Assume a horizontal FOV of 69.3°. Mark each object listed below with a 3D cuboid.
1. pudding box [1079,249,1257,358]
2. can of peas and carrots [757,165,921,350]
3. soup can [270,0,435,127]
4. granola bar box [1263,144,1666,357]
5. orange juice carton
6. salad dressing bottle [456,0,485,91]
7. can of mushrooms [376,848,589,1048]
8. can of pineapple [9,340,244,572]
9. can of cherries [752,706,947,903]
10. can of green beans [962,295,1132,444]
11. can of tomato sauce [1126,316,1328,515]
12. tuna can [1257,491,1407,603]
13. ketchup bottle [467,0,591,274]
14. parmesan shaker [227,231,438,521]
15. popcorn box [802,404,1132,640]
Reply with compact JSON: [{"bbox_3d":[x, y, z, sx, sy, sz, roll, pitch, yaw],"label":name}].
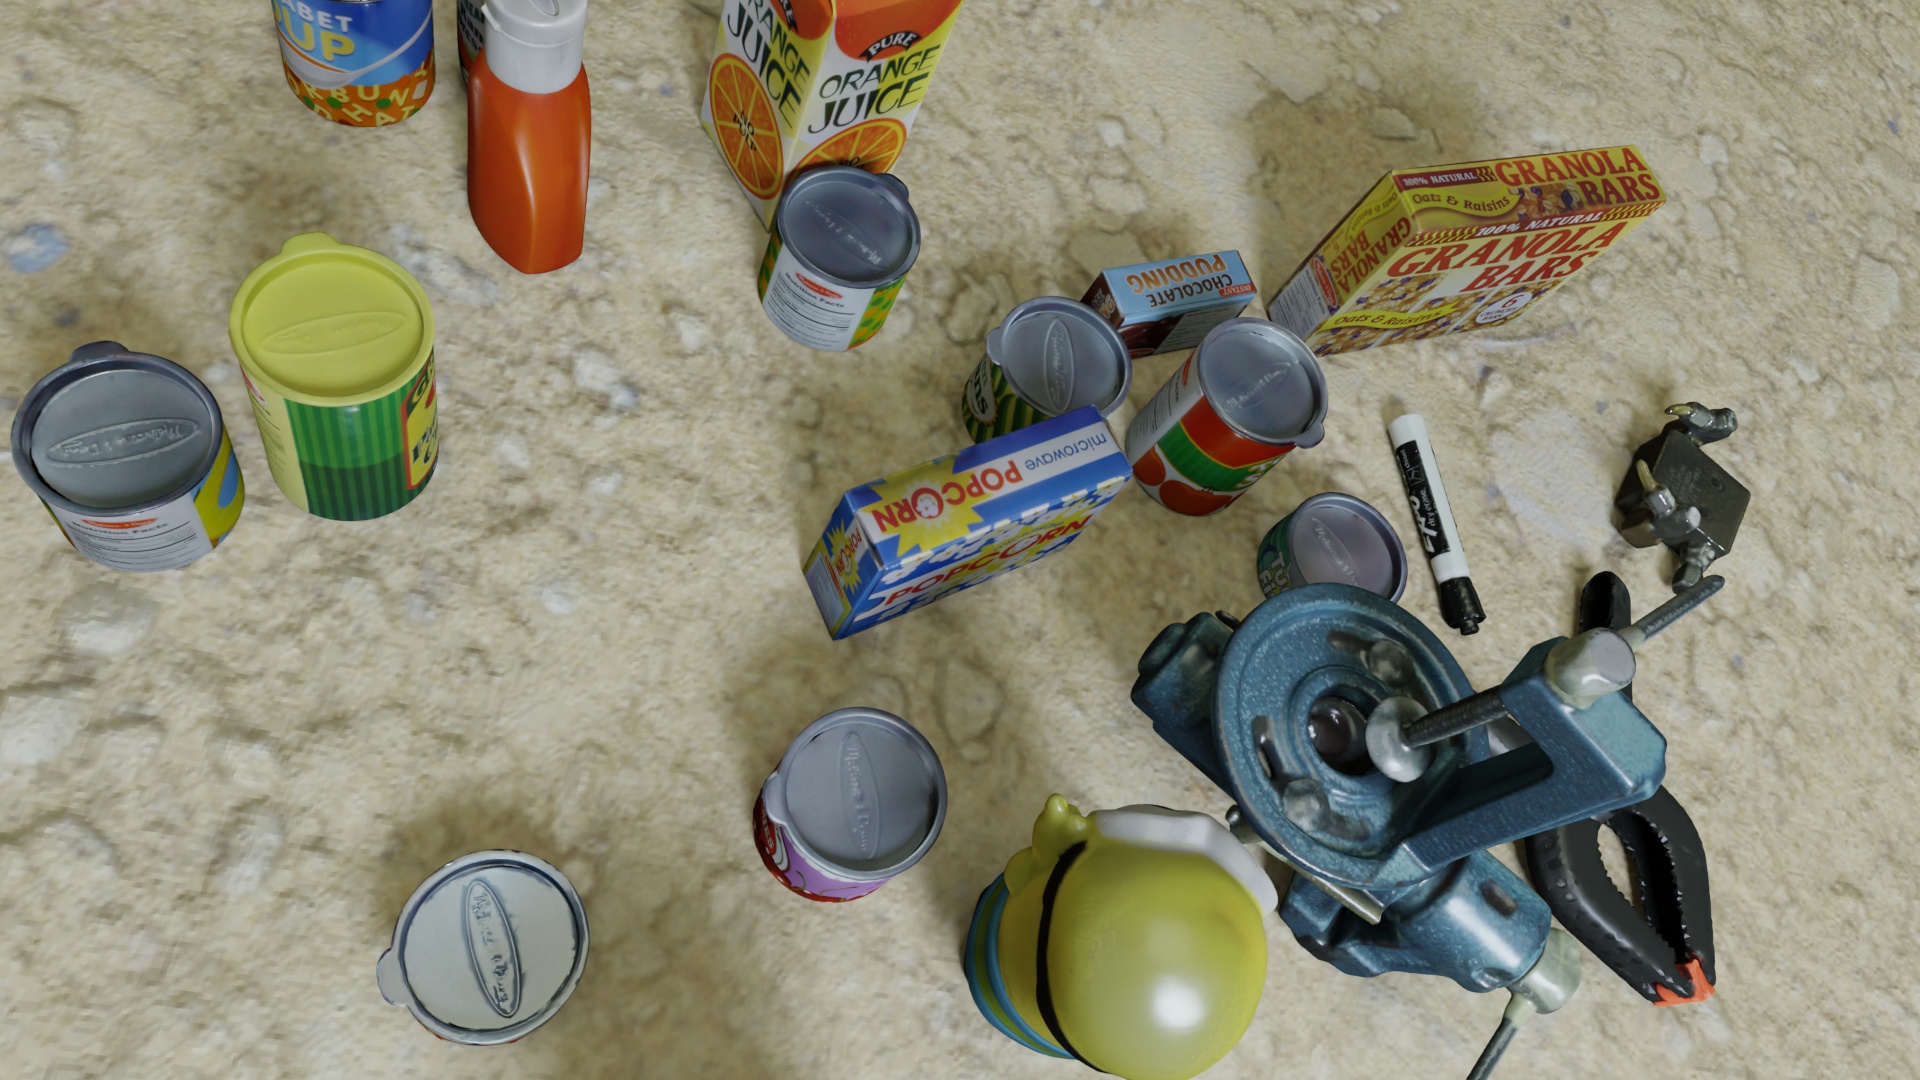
[{"bbox_3d":[0.102,-0.118,0.704,0.084,0.049,0.030,-14,72,-24],"label":"pudding box"},{"bbox_3d":[-0.057,-0.133,0.650,0.071,0.058,0.071,7,65,-16],"label":"can of peas and carrots"},{"bbox_3d":[-0.268,-0.232,0.607,0.071,0.083,0.071,7,65,-16],"label":"soup can"},{"bbox_3d":[0.262,-0.151,0.731,0.166,0.123,0.039,-12,72,-23],"label":"granola bar box"},{"bbox_3d":[-0.056,-0.229,0.617,0.072,0.191,0.073,-26,78,-27],"label":"orange juice carton"},{"bbox_3d":[-0.191,-0.243,0.602,0.044,0.147,0.064,-33,81,-28],"label":"salad dressing bottle"},{"bbox_3d":[-0.171,0.148,0.499,0.071,0.033,0.071,7,65,-16],"label":"can of mushrooms"},{"bbox_3d":[-0.307,-0.030,0.518,0.071,0.057,0.071,7,65,-16],"label":"can of pineapple"},{"bbox_3d":[-0.047,0.105,0.547,0.071,0.058,0.072,7,65,-16],"label":"can of cherries"},{"bbox_3d":[0.040,-0.072,0.657,0.071,0.057,0.071,7,65,-16],"label":"can of green beans"},{"bbox_3d":[0.127,-0.056,0.665,0.071,0.082,0.071,7,65,-16],"label":"can of tomato sauce"},{"bbox_3d":[0.180,0.014,0.681,0.071,0.032,0.071,7,65,-16],"label":"tuna can"},{"bbox_3d":[-0.179,-0.175,0.575,0.044,0.148,0.065,-28,78,-27],"label":"ketchup bottle"},{"bbox_3d":[-0.235,-0.059,0.530,0.071,0.102,0.071,7,65,-16],"label":"parmesan shaker"},{"bbox_3d":[0.002,-0.008,0.599,0.127,0.085,0.038,-21,75,-26],"label":"popcorn box"}]
